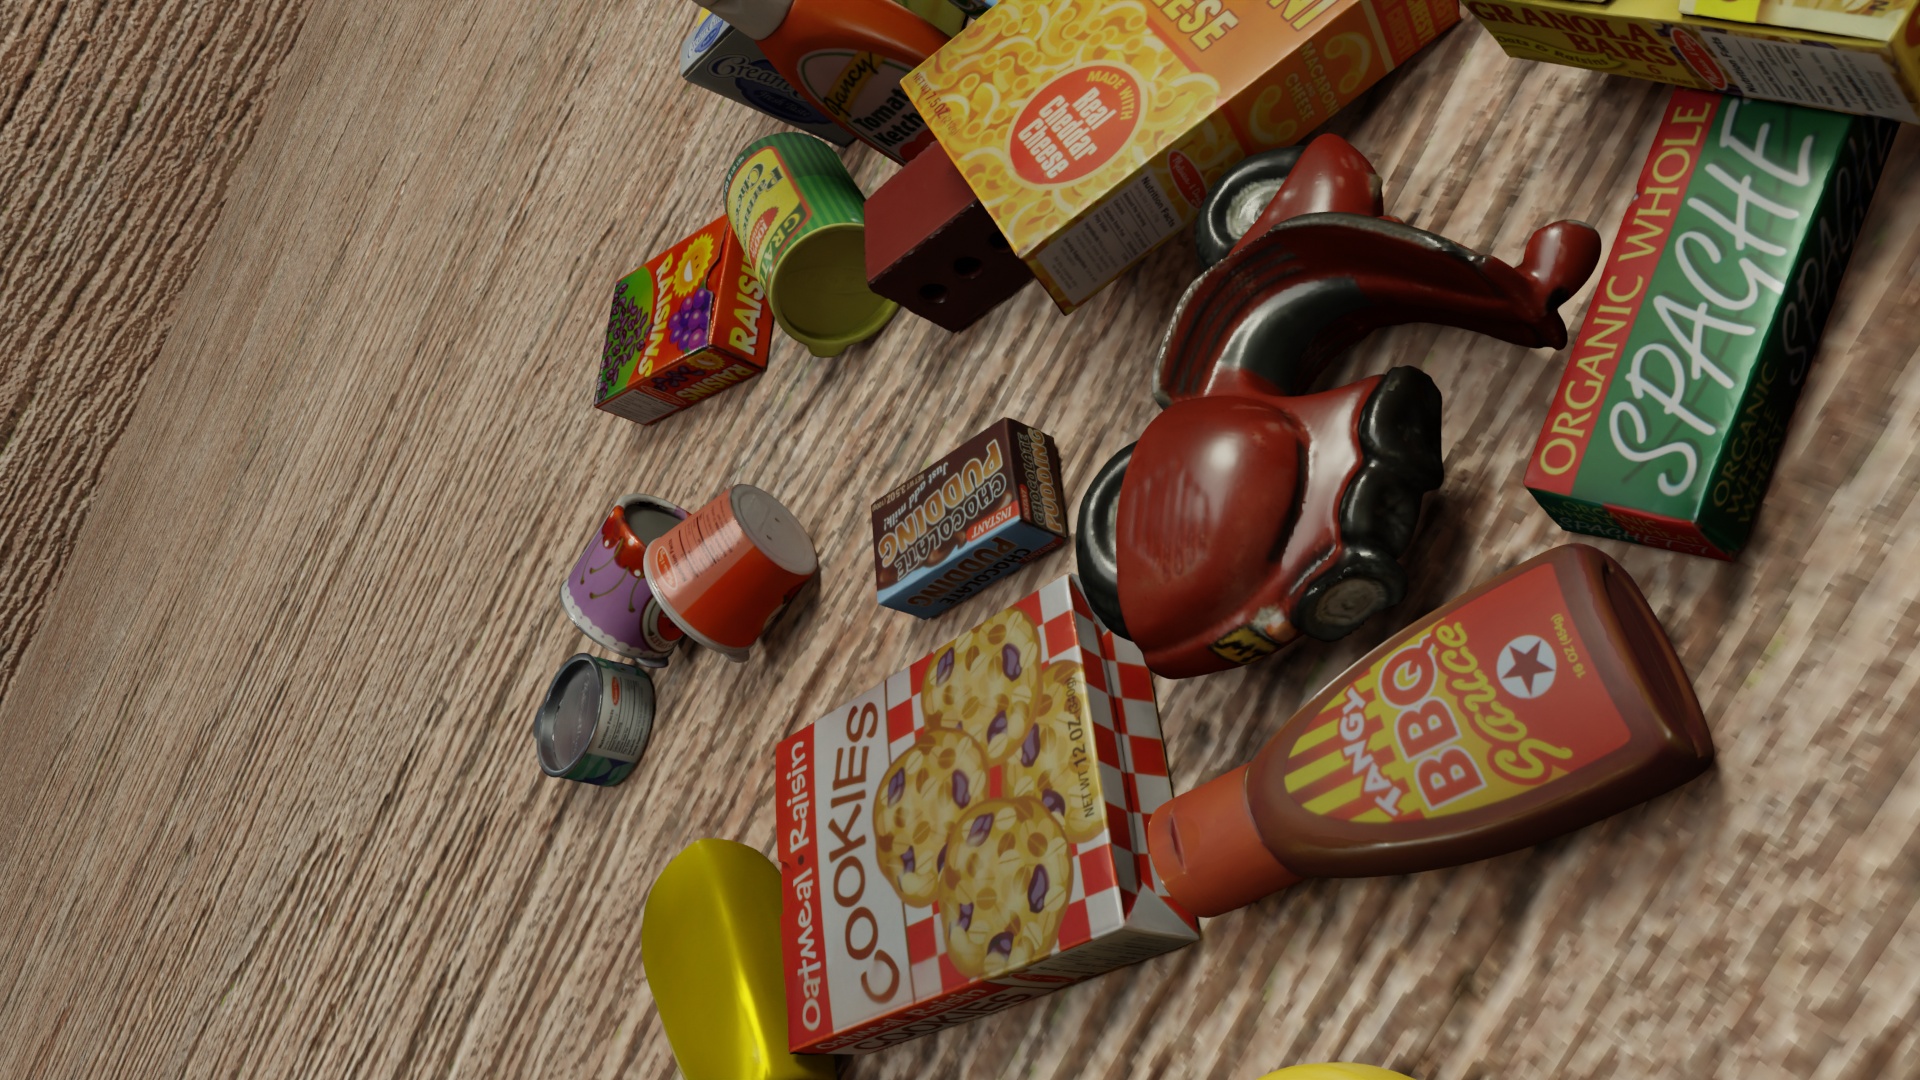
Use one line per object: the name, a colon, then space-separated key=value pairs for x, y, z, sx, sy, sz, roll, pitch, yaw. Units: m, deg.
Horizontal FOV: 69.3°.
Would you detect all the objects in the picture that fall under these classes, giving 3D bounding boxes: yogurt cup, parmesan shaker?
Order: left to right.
yogurt cup: x=-0.104 y=0.011 z=0.644 sx=0.054 sy=0.072 sz=0.073 roll=-41 pitch=46 yaw=19
parmesan shaker: x=-0.075 y=-0.147 z=0.682 sx=0.071 sy=0.071 sz=0.103 roll=-51 pitch=41 yaw=20

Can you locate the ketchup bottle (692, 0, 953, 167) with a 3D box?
ketchup bottle: x=-0.054 y=-0.222 z=0.625 sx=0.064 sy=0.149 sz=0.044 roll=-28 pitch=52 yaw=39

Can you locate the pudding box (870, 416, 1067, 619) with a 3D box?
pudding box: x=0.002 y=-0.007 z=0.554 sx=0.083 sy=0.030 sz=0.050 roll=-31 pitch=53 yaw=38

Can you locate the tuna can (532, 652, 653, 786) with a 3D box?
tuna can: x=-0.194 y=0.095 z=0.732 sx=0.071 sy=0.033 sz=0.071 roll=-24 pitch=56 yaw=41

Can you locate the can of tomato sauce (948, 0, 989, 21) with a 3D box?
can of tomato sauce: x=0.011 y=-0.270 z=0.625 sx=0.071 sy=0.083 sz=0.071 roll=-24 pitch=56 yaw=42

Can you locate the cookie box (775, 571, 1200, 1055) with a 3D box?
cookie box: x=-0.002 y=0.103 z=0.498 sx=0.167 sy=0.040 sz=0.123 roll=-33 pitch=50 yaw=36

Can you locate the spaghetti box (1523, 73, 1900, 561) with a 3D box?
spaghetti box: x=0.215 y=-0.117 z=0.359 sx=0.050 sy=0.028 sz=0.250 roll=20 pitch=88 yaw=52

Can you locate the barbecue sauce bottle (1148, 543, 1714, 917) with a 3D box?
barbecue sauce bottle: x=0.118 y=0.061 z=0.377 sx=0.148 sy=0.043 sz=0.065 roll=-36 pitch=50 yaw=34

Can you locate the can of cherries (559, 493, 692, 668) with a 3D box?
can of cherries: x=-0.157 y=0.020 z=0.701 sx=0.058 sy=0.071 sz=0.072 roll=-53 pitch=41 yaw=18

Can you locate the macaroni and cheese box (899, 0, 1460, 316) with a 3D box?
macaroni and cheese box: x=0.073 y=-0.177 z=0.503 sx=0.166 sy=0.040 sz=0.124 roll=-36 pitch=51 yaw=10

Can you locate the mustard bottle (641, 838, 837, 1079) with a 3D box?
mustard bottle: x=-0.082 y=0.193 z=0.543 sx=0.065 sy=0.049 sz=0.161 roll=-53 pitch=42 yaw=19

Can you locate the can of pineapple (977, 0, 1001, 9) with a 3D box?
can of pineapple: x=0.045 y=-0.236 z=0.580 sx=0.057 sy=0.071 sz=0.071 roll=-56 pitch=40 yaw=16

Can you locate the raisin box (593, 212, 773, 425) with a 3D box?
raisin box: x=-0.155 y=-0.124 z=0.785 sx=0.123 sy=0.040 sz=0.086 roll=-15 pitch=61 yaw=44

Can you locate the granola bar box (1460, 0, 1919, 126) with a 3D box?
granola bar box: x=0.216 y=-0.194 z=0.337 sx=0.124 sy=0.039 sz=0.165 roll=39 pitch=103 yaw=51

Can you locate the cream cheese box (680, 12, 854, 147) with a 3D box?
cream cheese box: x=-0.084 y=-0.237 z=0.704 sx=0.053 sy=0.104 sz=0.024 roll=-24 pitch=63 yaw=43
